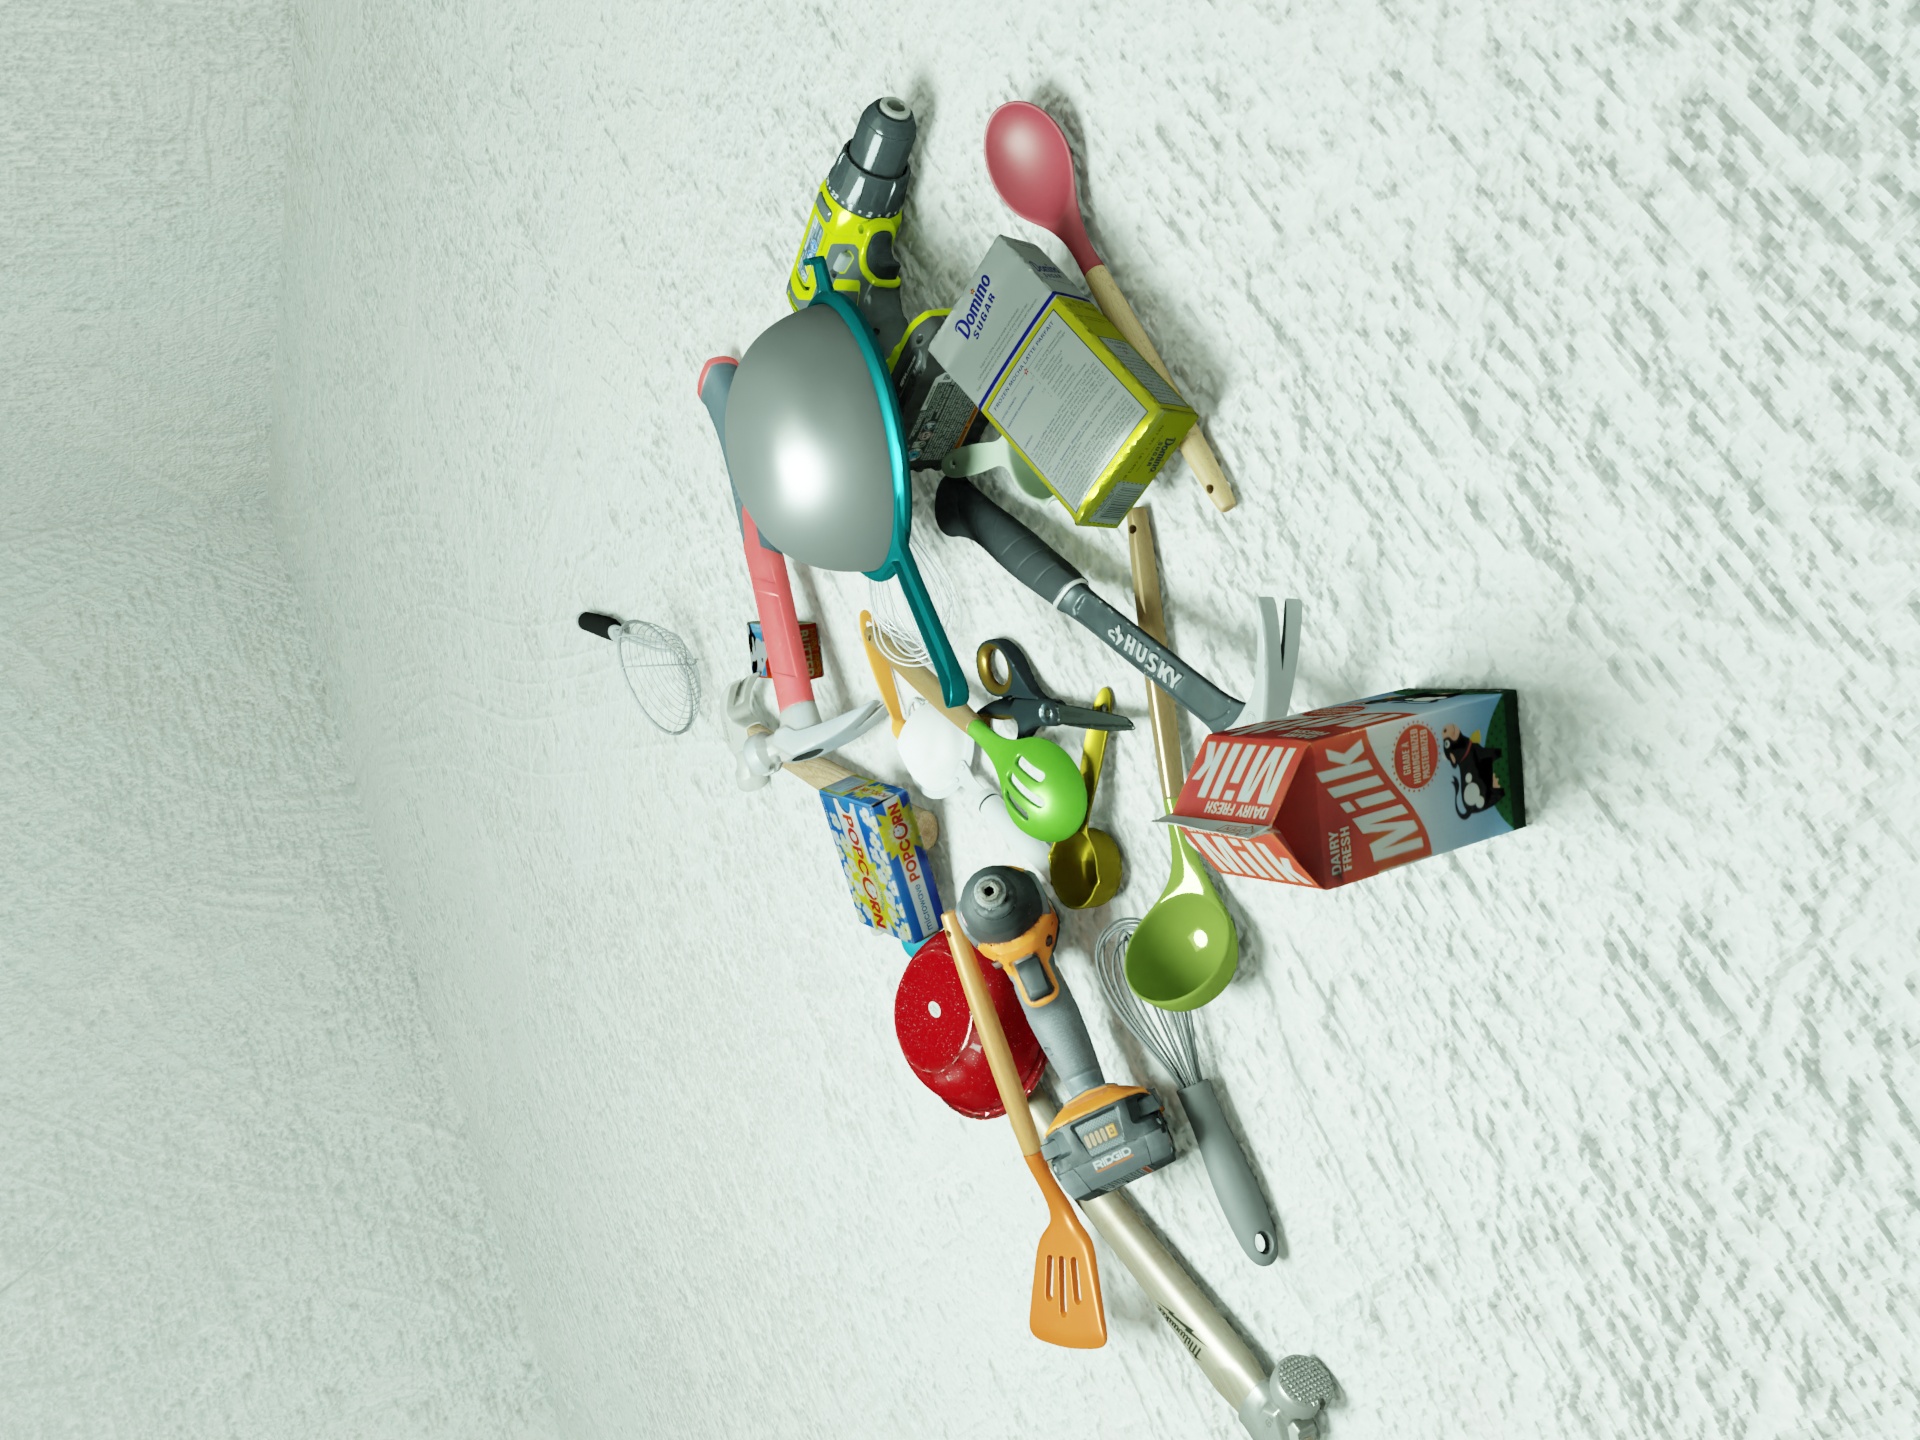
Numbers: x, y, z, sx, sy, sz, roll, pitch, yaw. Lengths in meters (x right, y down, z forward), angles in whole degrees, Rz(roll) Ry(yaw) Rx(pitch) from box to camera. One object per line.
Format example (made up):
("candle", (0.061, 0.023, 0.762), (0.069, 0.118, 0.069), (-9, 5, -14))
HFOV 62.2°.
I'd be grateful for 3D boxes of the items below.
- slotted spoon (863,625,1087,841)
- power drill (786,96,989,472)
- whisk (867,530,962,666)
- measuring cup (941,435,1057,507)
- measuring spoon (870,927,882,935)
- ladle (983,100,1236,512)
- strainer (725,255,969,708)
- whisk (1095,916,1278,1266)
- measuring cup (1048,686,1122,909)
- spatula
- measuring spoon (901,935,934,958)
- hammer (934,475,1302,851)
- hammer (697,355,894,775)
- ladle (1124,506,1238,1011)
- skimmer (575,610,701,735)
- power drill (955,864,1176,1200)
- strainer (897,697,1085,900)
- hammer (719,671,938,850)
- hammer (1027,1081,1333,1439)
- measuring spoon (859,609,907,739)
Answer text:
("slotted spoon", (-0.002, -0.004, 1.190), (0.314, 0.031, 0.070), (43, 121, 50))
("power drill", (-0.048, -0.314, 1.157), (0.229, 0.080, 0.190), (65, 146, 26))
("whisk", (-0.067, -0.168, 1.253), (0.070, 0.070, 0.285), (-50, 54, 51))
("measuring cup", (0.042, -0.185, 1.092), (0.168, 0.038, 0.083), (2, 101, 59))
("measuring spoon", (-0.062, 0.155, 1.374), (0.034, 0.018, 0.124), (61, 145, 26))
("ladle", (0.095, -0.261, 0.994), (0.069, 0.031, 0.316), (-48, 61, 49))
("strainer", (-0.093, -0.142, 1.110), (0.210, 0.095, 0.341), (107, 145, -56))
("whisk", (0.150, 0.242, 1.042), (0.055, 0.055, 0.239), (-41, 68, 54))
("measuring cup", (0.096, 0.054, 1.098), (0.062, 0.029, 0.156), (23, 106, 56))
("spatula", (0.038, 0.293, 1.147), (0.081, 0.041, 0.322), (-17, 94, 49))
("measuring spoon", (-0.026, 0.226, 1.333), (0.042, 0.021, 0.129), (-36, 67, 56))
("hammer", (0.081, -0.078, 1.021), (0.409, 0.036, 0.149), (46, 128, 51))
("hammer", (-0.162, -0.155, 1.399), (0.143, 0.038, 0.387), (-23, 71, 28))
("ladle", (0.125, 0.024, 1.007), (0.078, 0.062, 0.320), (-7, 90, 42))
("skimmer", (-0.376, -0.069, 1.733), (0.363, 0.090, 0.127), (19, 146, 57))
("power drill", (0.063, 0.203, 1.078), (0.164, 0.084, 0.227), (60, -175, -70))
("strainer", (0.015, 0.055, 1.207), (0.259, 0.050, 0.086), (44, 120, 38))
("hammer", (-0.126, 0.045, 1.415), (0.332, 0.031, 0.130), (24, 132, 50))
("hammer", (0.107, 0.365, 1.156), (0.411, 0.038, 0.146), (47, 138, 41))
("measuring spoon", (-0.061, -0.039, 1.313), (0.011, 0.021, 0.117), (-28, 75, 43))
